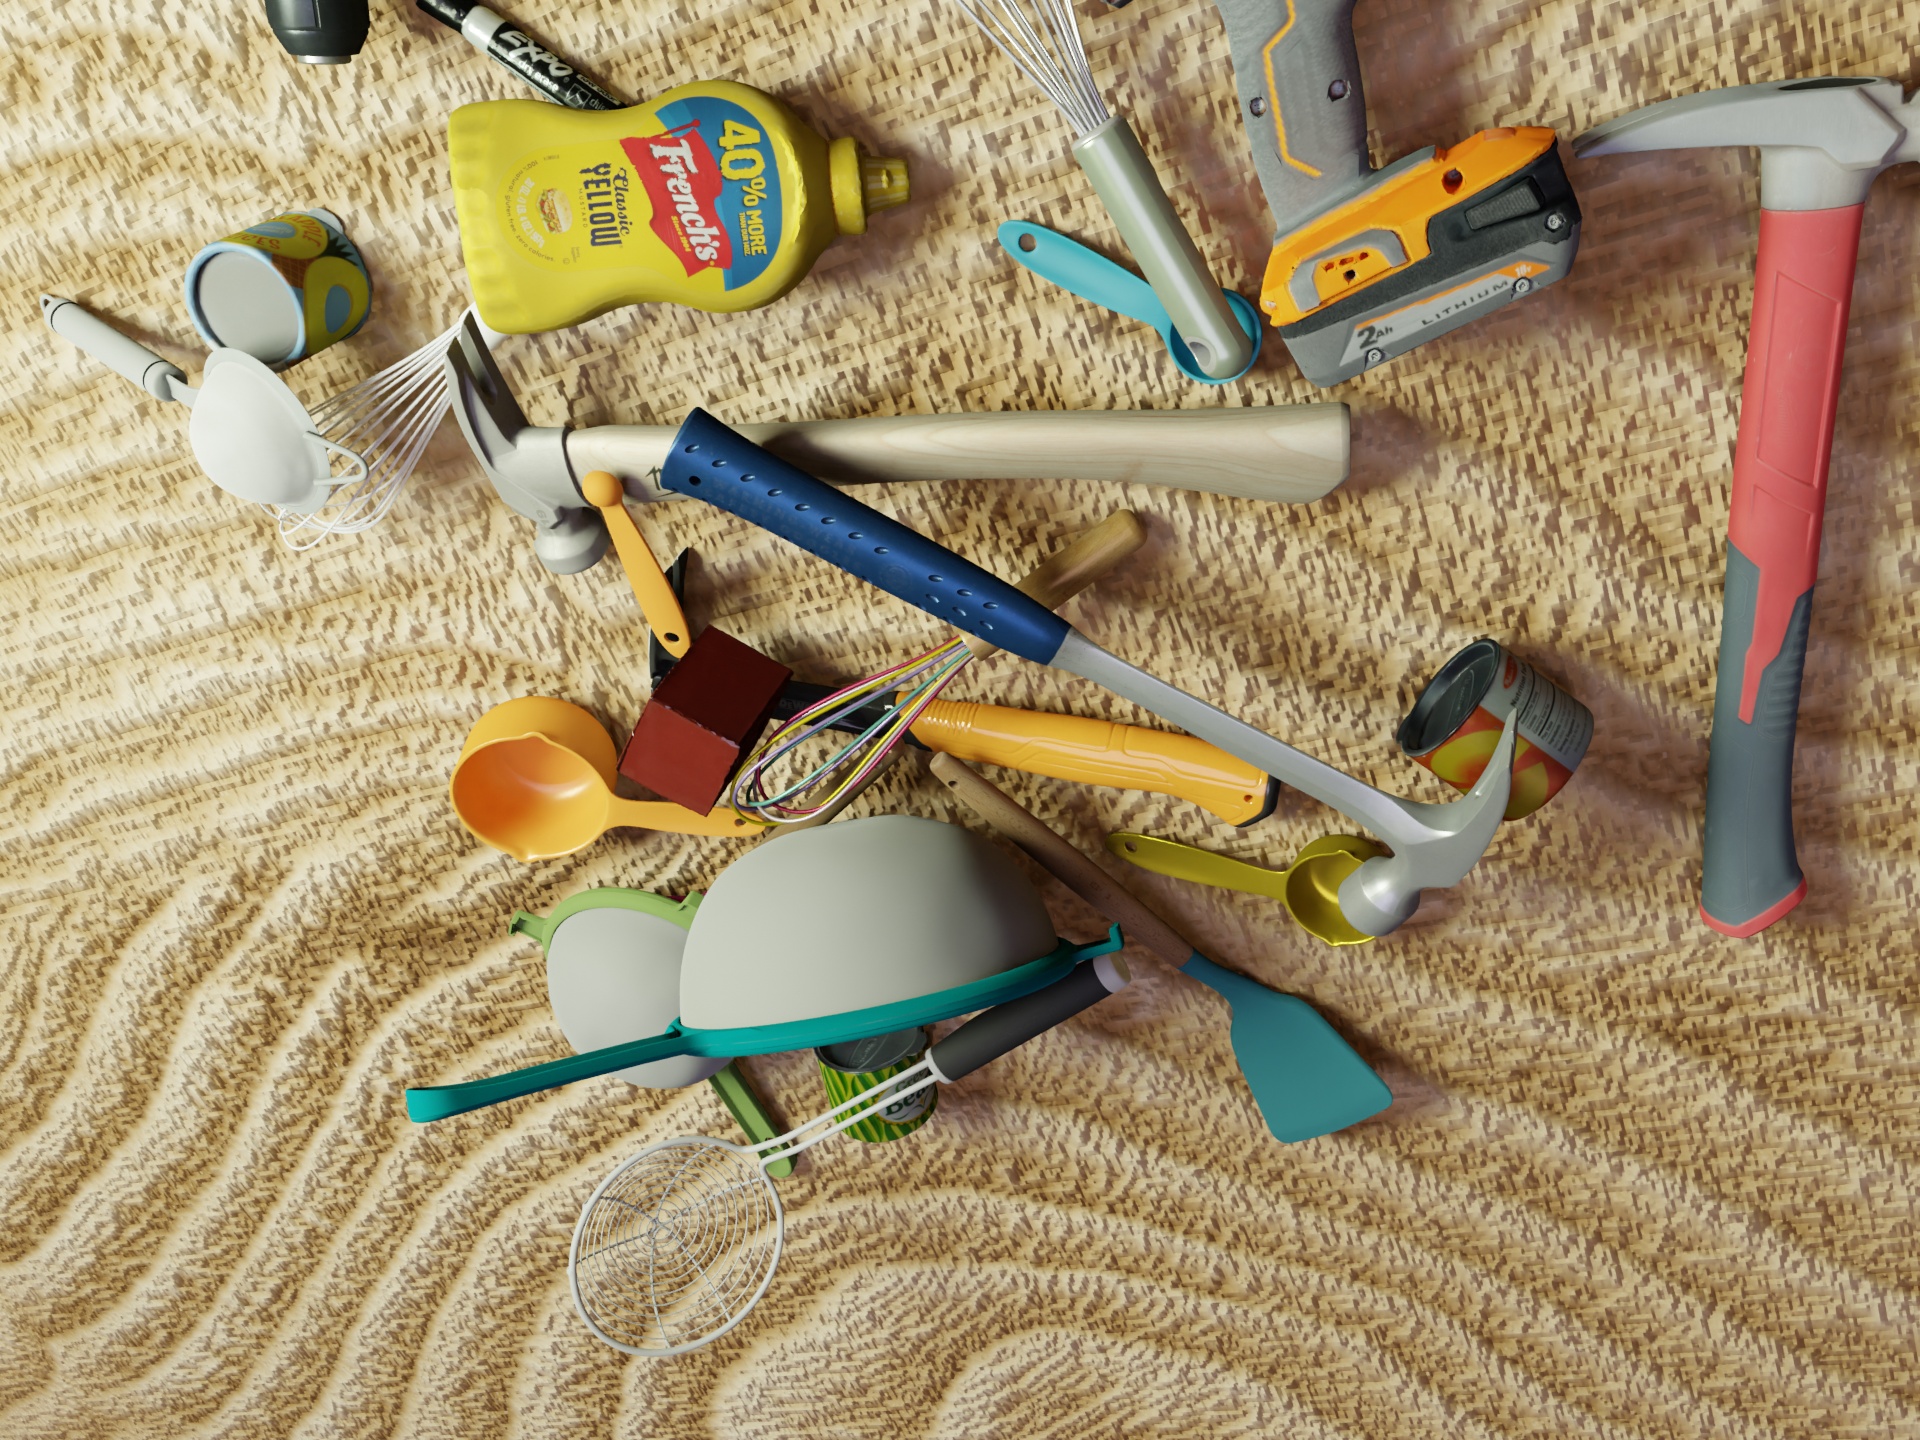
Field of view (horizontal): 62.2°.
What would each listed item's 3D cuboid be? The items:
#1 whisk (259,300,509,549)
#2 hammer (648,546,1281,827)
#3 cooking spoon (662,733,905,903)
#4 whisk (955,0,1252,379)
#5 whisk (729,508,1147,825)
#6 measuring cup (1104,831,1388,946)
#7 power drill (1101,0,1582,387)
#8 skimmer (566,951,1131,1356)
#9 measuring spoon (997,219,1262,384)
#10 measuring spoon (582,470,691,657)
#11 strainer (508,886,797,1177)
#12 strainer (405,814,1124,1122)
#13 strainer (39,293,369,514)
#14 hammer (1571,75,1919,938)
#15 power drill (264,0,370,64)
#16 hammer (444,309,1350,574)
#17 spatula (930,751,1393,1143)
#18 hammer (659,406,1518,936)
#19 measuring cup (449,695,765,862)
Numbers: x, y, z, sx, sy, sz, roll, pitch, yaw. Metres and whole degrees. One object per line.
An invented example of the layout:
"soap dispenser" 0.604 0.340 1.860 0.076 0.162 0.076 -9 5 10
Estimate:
"whisk" -0.254 -0.177 0.783 0.284 0.070 0.070 -34 107 25
"hammer" -0.001 -0.003 0.826 0.337 0.034 0.127 10 124 10
"cooking spoon" -0.124 0.089 0.906 0.068 0.017 0.319 39 132 -12
"whisk" 0.052 -0.246 0.645 0.059 0.058 0.246 -38 106 -14
"whisk" -0.012 -0.023 0.776 0.245 0.051 0.047 -36 102 9
"measuring cup" 0.153 0.075 0.840 0.156 0.029 0.062 12 124 23
"power drill" 0.150 -0.260 0.597 0.164 0.084 0.226 -23 108 26
"skimmer" -0.060 0.236 0.874 0.363 0.090 0.127 -33 113 20
"measuring spoon" 0.075 -0.191 0.702 0.128 0.021 0.042 29 123 8
"measuring spoon" -0.159 -0.073 0.785 0.021 0.011 0.116 -3 132 18
"strainer" -0.171 0.214 0.974 0.151 0.069 0.256 -9 125 27
"strainer" -0.102 0.106 0.766 0.211 0.340 0.095 -12 87 53
"strainer" -0.393 -0.164 0.793 0.259 0.050 0.086 30 137 27
"hammer" 0.332 -0.069 0.685 0.143 0.038 0.386 1 121 17
"power drill" -0.198 -0.361 0.633 0.228 0.080 0.190 8 117 14
"hammer" -0.032 -0.131 0.731 0.410 0.038 0.146 0 143 13
"spatula" 0.102 0.120 0.850 0.317 0.044 0.082 39 131 -20
"hammer" 0.056 -0.033 0.713 0.405 0.035 0.144 27 140 -3
"measuring cup" -0.196 0.035 0.902 0.173 0.052 0.095 8 126 -10
